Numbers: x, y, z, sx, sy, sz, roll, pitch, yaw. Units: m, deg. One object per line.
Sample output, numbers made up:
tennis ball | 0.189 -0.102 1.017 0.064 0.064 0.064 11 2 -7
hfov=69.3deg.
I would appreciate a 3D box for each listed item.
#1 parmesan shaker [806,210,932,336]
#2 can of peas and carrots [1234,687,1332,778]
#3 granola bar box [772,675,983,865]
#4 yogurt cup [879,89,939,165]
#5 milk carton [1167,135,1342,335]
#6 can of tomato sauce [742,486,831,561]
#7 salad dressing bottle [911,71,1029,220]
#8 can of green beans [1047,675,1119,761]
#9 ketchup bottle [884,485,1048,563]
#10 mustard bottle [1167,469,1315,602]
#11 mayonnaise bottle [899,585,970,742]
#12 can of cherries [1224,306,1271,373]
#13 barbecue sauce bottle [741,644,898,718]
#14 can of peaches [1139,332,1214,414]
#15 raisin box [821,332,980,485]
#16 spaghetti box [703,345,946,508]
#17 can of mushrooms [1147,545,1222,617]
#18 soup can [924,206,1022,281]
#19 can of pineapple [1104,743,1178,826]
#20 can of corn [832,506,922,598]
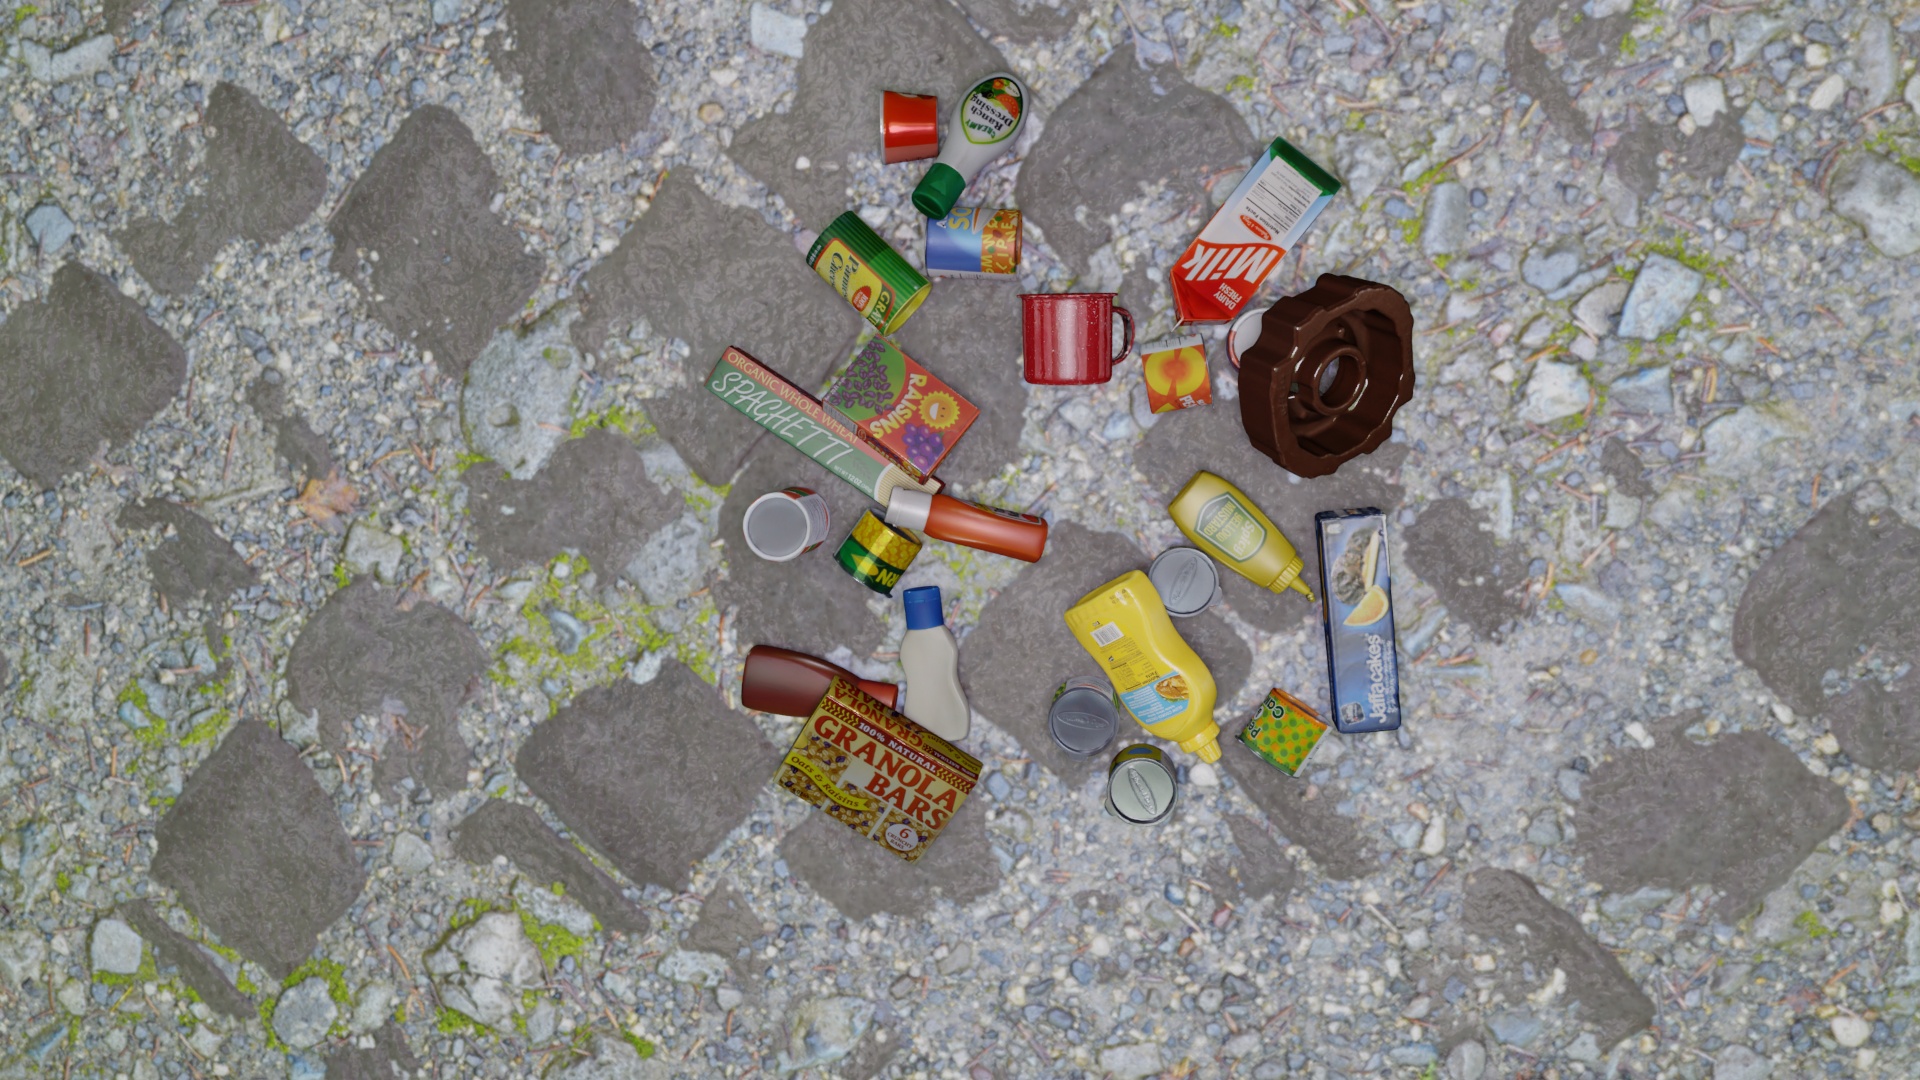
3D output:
parmesan shaker | -0.087 -0.248 1.301 0.103 0.071 0.071 43 99 2
can of peas and carrots | 0.300 0.177 1.289 0.071 0.071 0.058 33 98 3
granola bar box | -0.080 0.222 1.329 0.165 0.039 0.123 31 118 -3
yogurt cup | -0.047 -0.382 1.284 0.054 0.072 0.072 -1 96 0
milk carton | 0.250 -0.261 1.252 0.073 0.072 0.190 39 98 2
can of tomato sauce | -0.166 -0.015 1.322 0.071 0.083 0.071 1 96 7
salad dressing bottle | 0.008 -0.357 1.260 0.064 0.044 0.148 33 74 -4
can of green beans | 0.117 0.165 1.316 0.071 0.058 0.071 1 96 7
ketchup bottle | 0.005 -0.016 1.297 0.149 0.065 0.043 14 94 -6
mustard bottle | 0.268 0.003 1.286 0.160 0.049 0.065 39 97 2
mayonnaise bottle | -0.029 0.119 1.339 0.065 0.041 0.148 -6 93 9
can of cherries | 0.277 -0.176 1.263 0.071 0.058 0.071 1 95 7
barbecue sauce bottle | -0.136 0.145 1.353 0.148 0.044 0.064 10 107 6
can of peaches | 0.198 -0.150 1.272 0.058 0.071 0.071 -9 94 9
raisin box | -0.056 -0.123 1.306 0.123 0.040 0.086 37 74 2
spaghetti box | -0.132 -0.102 1.337 0.250 0.029 0.050 33 98 3
can of mushrooms | 0.211 0.039 1.305 0.071 0.033 0.071 1 95 7
soup can | 0.013 -0.277 1.283 0.084 0.071 0.071 4 96 6
can of pineapple | 0.170 0.231 1.315 0.071 0.058 0.071 1 95 7
can of corn | -0.076 0.011 1.321 0.071 0.071 0.058 36 99 3
